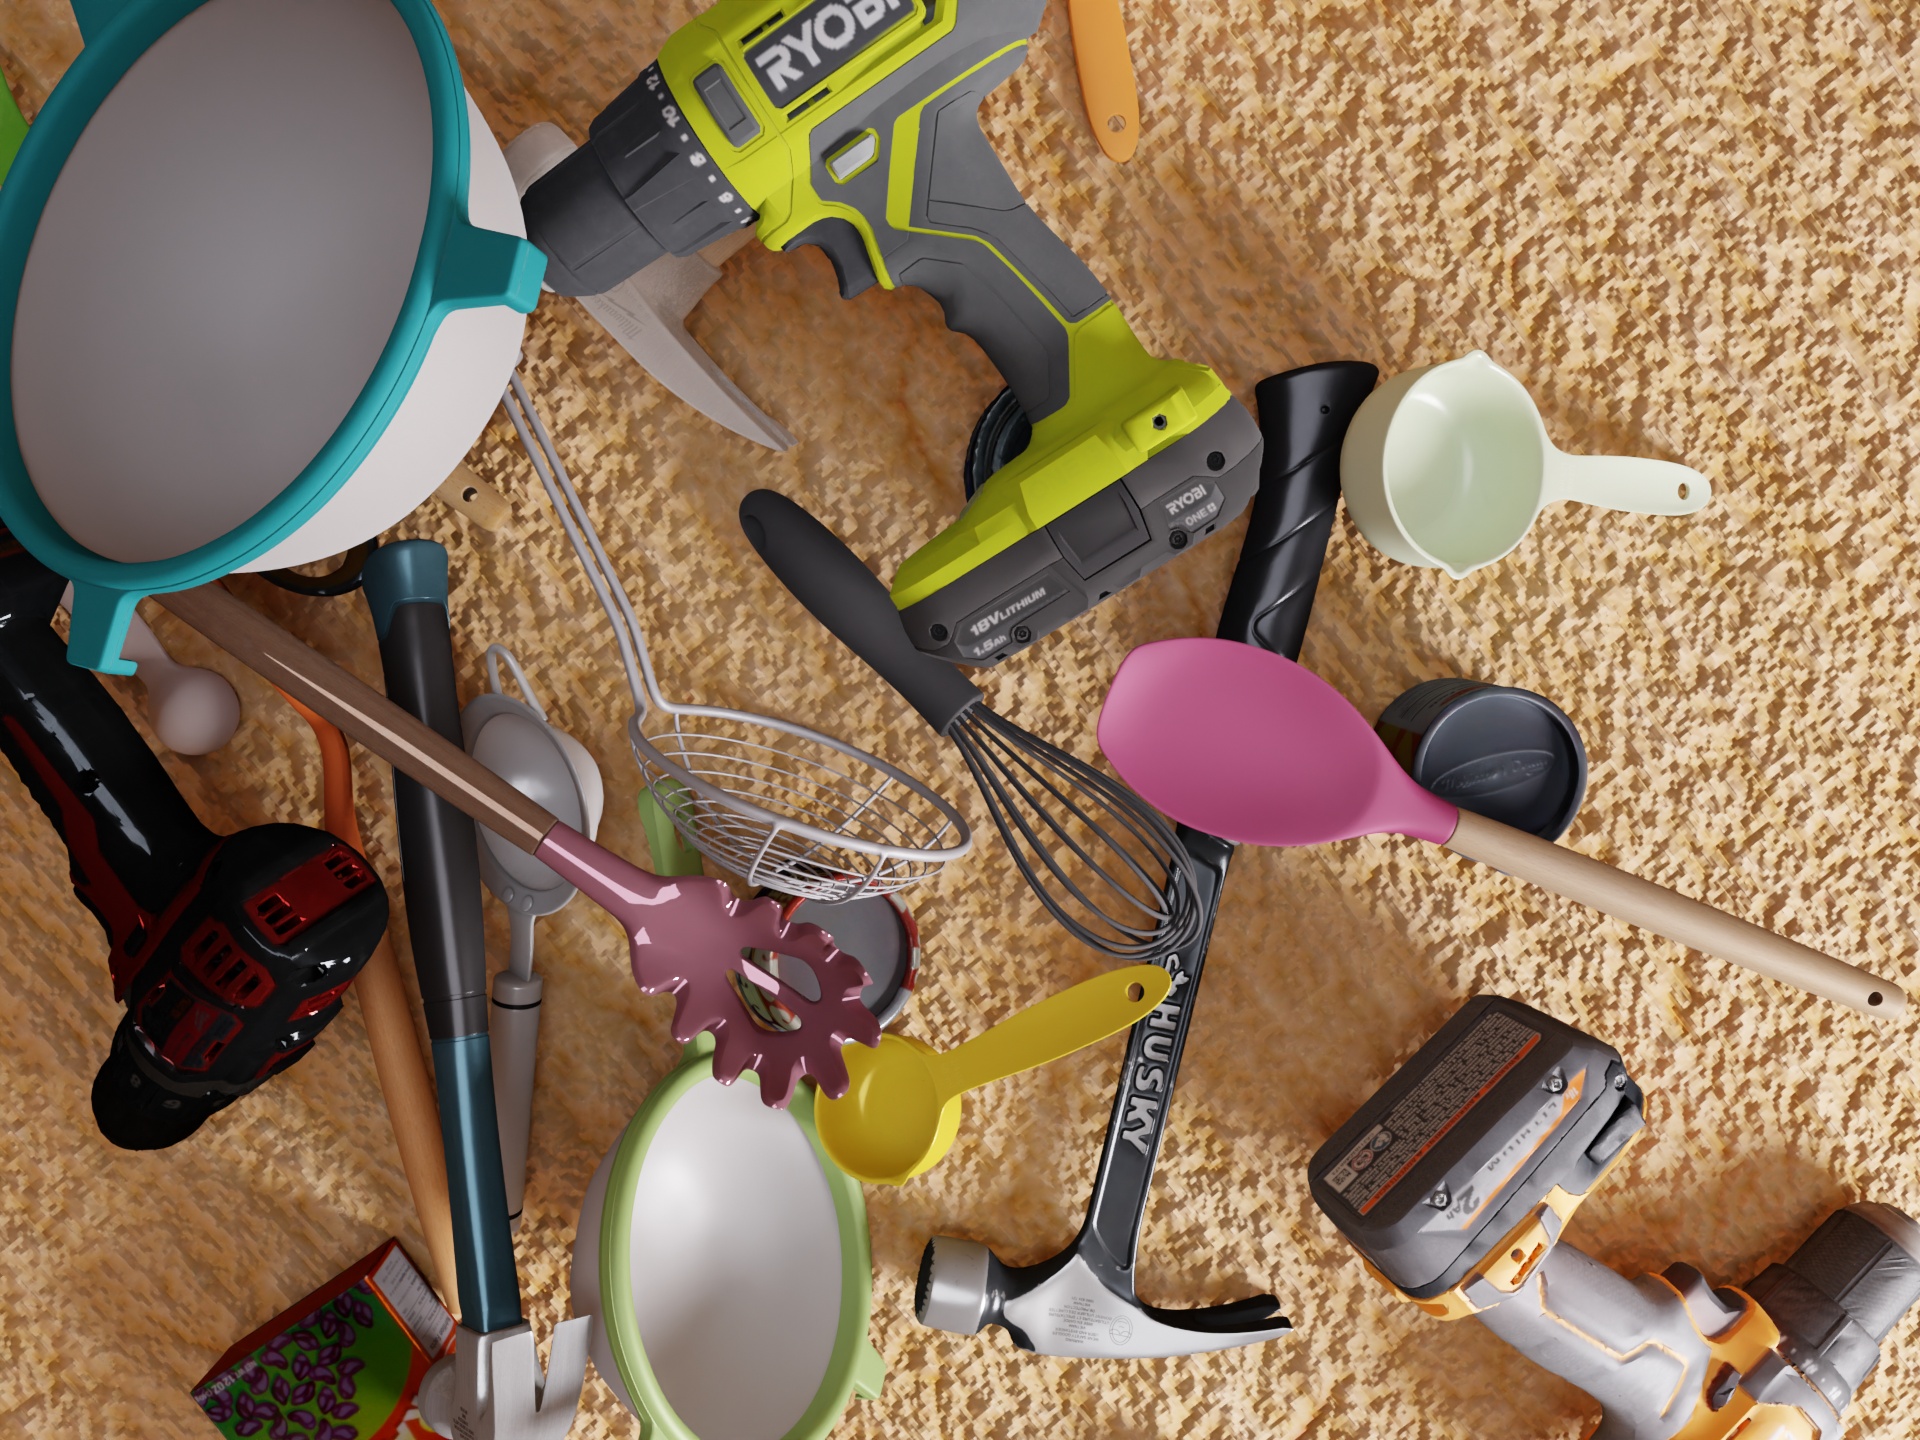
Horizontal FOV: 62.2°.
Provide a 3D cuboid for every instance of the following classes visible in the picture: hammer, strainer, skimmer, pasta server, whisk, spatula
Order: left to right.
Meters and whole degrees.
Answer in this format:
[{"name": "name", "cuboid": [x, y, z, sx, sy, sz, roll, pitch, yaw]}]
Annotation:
[{"name": "strainer", "cuboid": [-0.242, -0.185, 0.542, 0.211, 0.095, 0.341, -36, 65, 16]}, {"name": "spatula", "cuboid": [-0.238, 0.084, 0.611, 0.041, 0.081, 0.322, -14, 101, -19]}, {"name": "hammer", "cuboid": [-0.183, 0.100, 0.575, 0.033, 0.128, 0.331, -5, 83, -33]}, {"name": "pasta server", "cuboid": [-0.163, 0.024, 0.533, 0.316, 0.040, 0.060, 35, 87, -4]}, {"name": "strainer", "cuboid": [-0.171, 0.096, 0.618, 0.087, 0.050, 0.258, 17, 104, 36]}, {"name": "skimmer", "cuboid": [-0.119, -0.093, 0.576, 0.090, 0.127, 0.363, -28, 87, 17]}, {"name": "strainer", "cuboid": [-0.111, 0.153, 0.606, 0.069, 0.151, 0.256, -18, 76, 27]}, {"name": "whisk", "cuboid": [-0.001, -0.002, 0.595, 0.055, 0.055, 0.239, -45, 80, 2]}, {"name": "hammer", "cuboid": [0.020, -0.276, 0.545, 0.410, 0.038, 0.146, -42, 100, 15]}, {"name": "hammer", "cuboid": [0.099, 0.059, 0.627, 0.149, 0.036, 0.409, 13, 95, -4]}]

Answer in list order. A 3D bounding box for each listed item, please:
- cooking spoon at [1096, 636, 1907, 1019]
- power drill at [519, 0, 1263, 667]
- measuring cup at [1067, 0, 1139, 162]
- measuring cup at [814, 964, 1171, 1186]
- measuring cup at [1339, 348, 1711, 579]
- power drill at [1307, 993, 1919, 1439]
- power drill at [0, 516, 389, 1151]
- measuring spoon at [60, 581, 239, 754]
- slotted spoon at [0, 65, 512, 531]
[{"name": "cooking spoon", "cuboid": [0.200, 0.048, 0.578, 0.319, 0.017, 0.069, 22, 96, -4]}, {"name": "power drill", "cuboid": [-0.022, -0.136, 0.536, 0.190, 0.080, 0.228, -31, 101, 11]}, {"name": "measuring cup", "cuboid": [0.046, -0.297, 0.580, 0.095, 0.052, 0.173, -11, 94, -1]}, {"name": "measuring cup", "cuboid": [0.015, 0.130, 0.609, 0.156, 0.029, 0.062, -28, 68, 18]}, {"name": "measuring cup", "cuboid": [0.217, -0.093, 0.612, 0.167, 0.038, 0.083, 1, 95, -26]}, {"name": "power drill", "cuboid": [0.268, 0.210, 0.623, 0.185, 0.084, 0.226, -43, 103, -5]}, {"name": "power drill", "cuboid": [-0.322, 0.047, 0.571, 0.226, 0.080, 0.188, 47, 125, -1]}, {"name": "measuring spoon", "cuboid": [-0.327, -0.037, 0.609, 0.034, 0.018, 0.124, -41, 95, 2]}, {"name": "slotted spoon", "cuboid": [-0.296, -0.167, 0.585, 0.313, 0.031, 0.070, 36, 86, -2]}]
